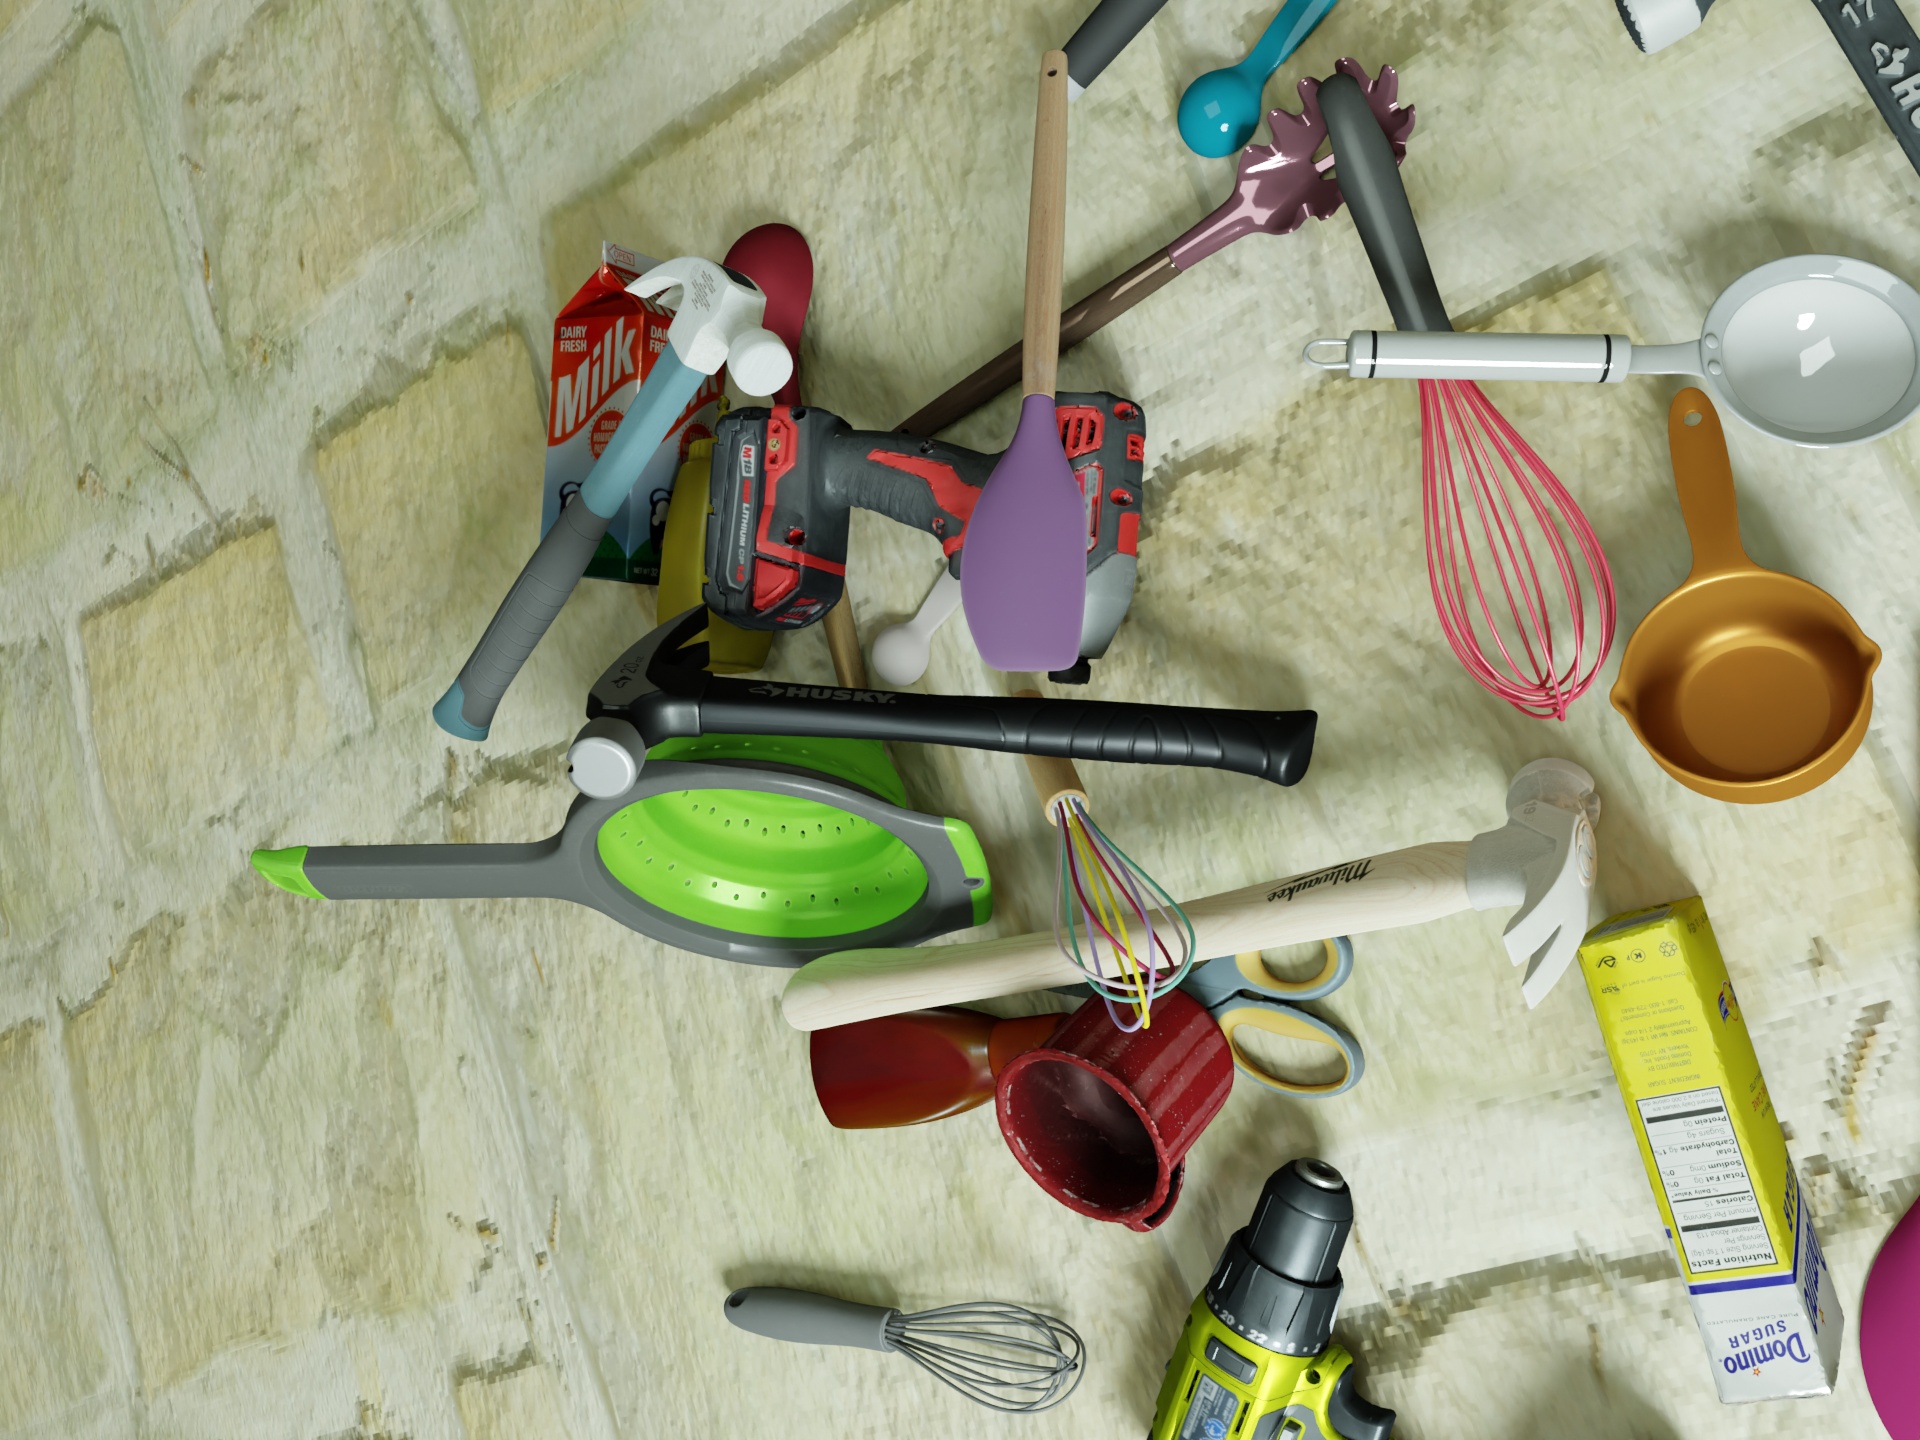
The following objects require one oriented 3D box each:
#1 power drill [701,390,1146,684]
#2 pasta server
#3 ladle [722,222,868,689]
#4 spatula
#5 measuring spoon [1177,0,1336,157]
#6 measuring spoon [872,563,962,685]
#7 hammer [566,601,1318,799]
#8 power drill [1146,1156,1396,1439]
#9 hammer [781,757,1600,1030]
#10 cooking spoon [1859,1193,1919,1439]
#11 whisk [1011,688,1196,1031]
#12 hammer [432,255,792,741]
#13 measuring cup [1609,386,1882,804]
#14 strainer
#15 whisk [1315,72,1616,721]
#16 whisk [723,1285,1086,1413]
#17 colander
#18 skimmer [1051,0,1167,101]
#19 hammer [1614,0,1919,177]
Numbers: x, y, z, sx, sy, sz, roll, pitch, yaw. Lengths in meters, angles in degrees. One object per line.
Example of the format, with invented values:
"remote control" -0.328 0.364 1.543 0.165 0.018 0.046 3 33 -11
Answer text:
"power drill" -0.016 -0.094 0.812 0.220 0.078 0.143 4 90 21
"pasta server" 0.081 -0.214 0.787 0.316 0.040 0.060 -28 87 29
"ladle" -0.087 -0.134 0.897 0.069 0.031 0.315 -17 83 30
"spatula" 0.036 -0.177 0.759 0.060 0.018 0.316 1 78 12
"measuring spoon" 0.149 -0.327 0.755 0.128 0.021 0.042 -49 67 23
"measuring spoon" -0.010 -0.070 0.852 0.034 0.018 0.124 46 111 23
"hammer" -0.001 -0.002 0.744 0.335 0.146 0.035 4 118 3
"power drill" 0.197 0.320 0.692 0.229 0.080 0.190 25 102 32
"hammer" 0.077 0.106 0.731 0.410 0.146 0.038 -16 106 32
"cooking spoon" 0.383 0.134 0.612 0.069 0.017 0.319 -2 89 31
"whisk" 0.054 0.049 0.724 0.051 0.047 0.245 -40 30 13
"hammer" -0.204 -0.108 0.863 0.331 0.033 0.128 -50 48 27
"measuring cup" 0.312 -0.050 0.644 0.095 0.052 0.174 -12 66 29
"strainer" 0.267 -0.144 0.633 0.258 0.050 0.087 3 71 7
"whisk" 0.208 -0.140 0.679 0.073 0.073 0.296 -21 84 29
"whisk" -0.038 0.330 0.853 0.239 0.055 0.055 -6 87 35
"colander" -0.180 0.048 0.849 0.397 0.204 0.095 -1 56 8
"skimmer" 0.144 -0.449 0.720 0.363 0.090 0.127 -44 36 26
"hammer" 0.383 -0.154 0.561 0.149 0.036 0.409 -26 65 24
